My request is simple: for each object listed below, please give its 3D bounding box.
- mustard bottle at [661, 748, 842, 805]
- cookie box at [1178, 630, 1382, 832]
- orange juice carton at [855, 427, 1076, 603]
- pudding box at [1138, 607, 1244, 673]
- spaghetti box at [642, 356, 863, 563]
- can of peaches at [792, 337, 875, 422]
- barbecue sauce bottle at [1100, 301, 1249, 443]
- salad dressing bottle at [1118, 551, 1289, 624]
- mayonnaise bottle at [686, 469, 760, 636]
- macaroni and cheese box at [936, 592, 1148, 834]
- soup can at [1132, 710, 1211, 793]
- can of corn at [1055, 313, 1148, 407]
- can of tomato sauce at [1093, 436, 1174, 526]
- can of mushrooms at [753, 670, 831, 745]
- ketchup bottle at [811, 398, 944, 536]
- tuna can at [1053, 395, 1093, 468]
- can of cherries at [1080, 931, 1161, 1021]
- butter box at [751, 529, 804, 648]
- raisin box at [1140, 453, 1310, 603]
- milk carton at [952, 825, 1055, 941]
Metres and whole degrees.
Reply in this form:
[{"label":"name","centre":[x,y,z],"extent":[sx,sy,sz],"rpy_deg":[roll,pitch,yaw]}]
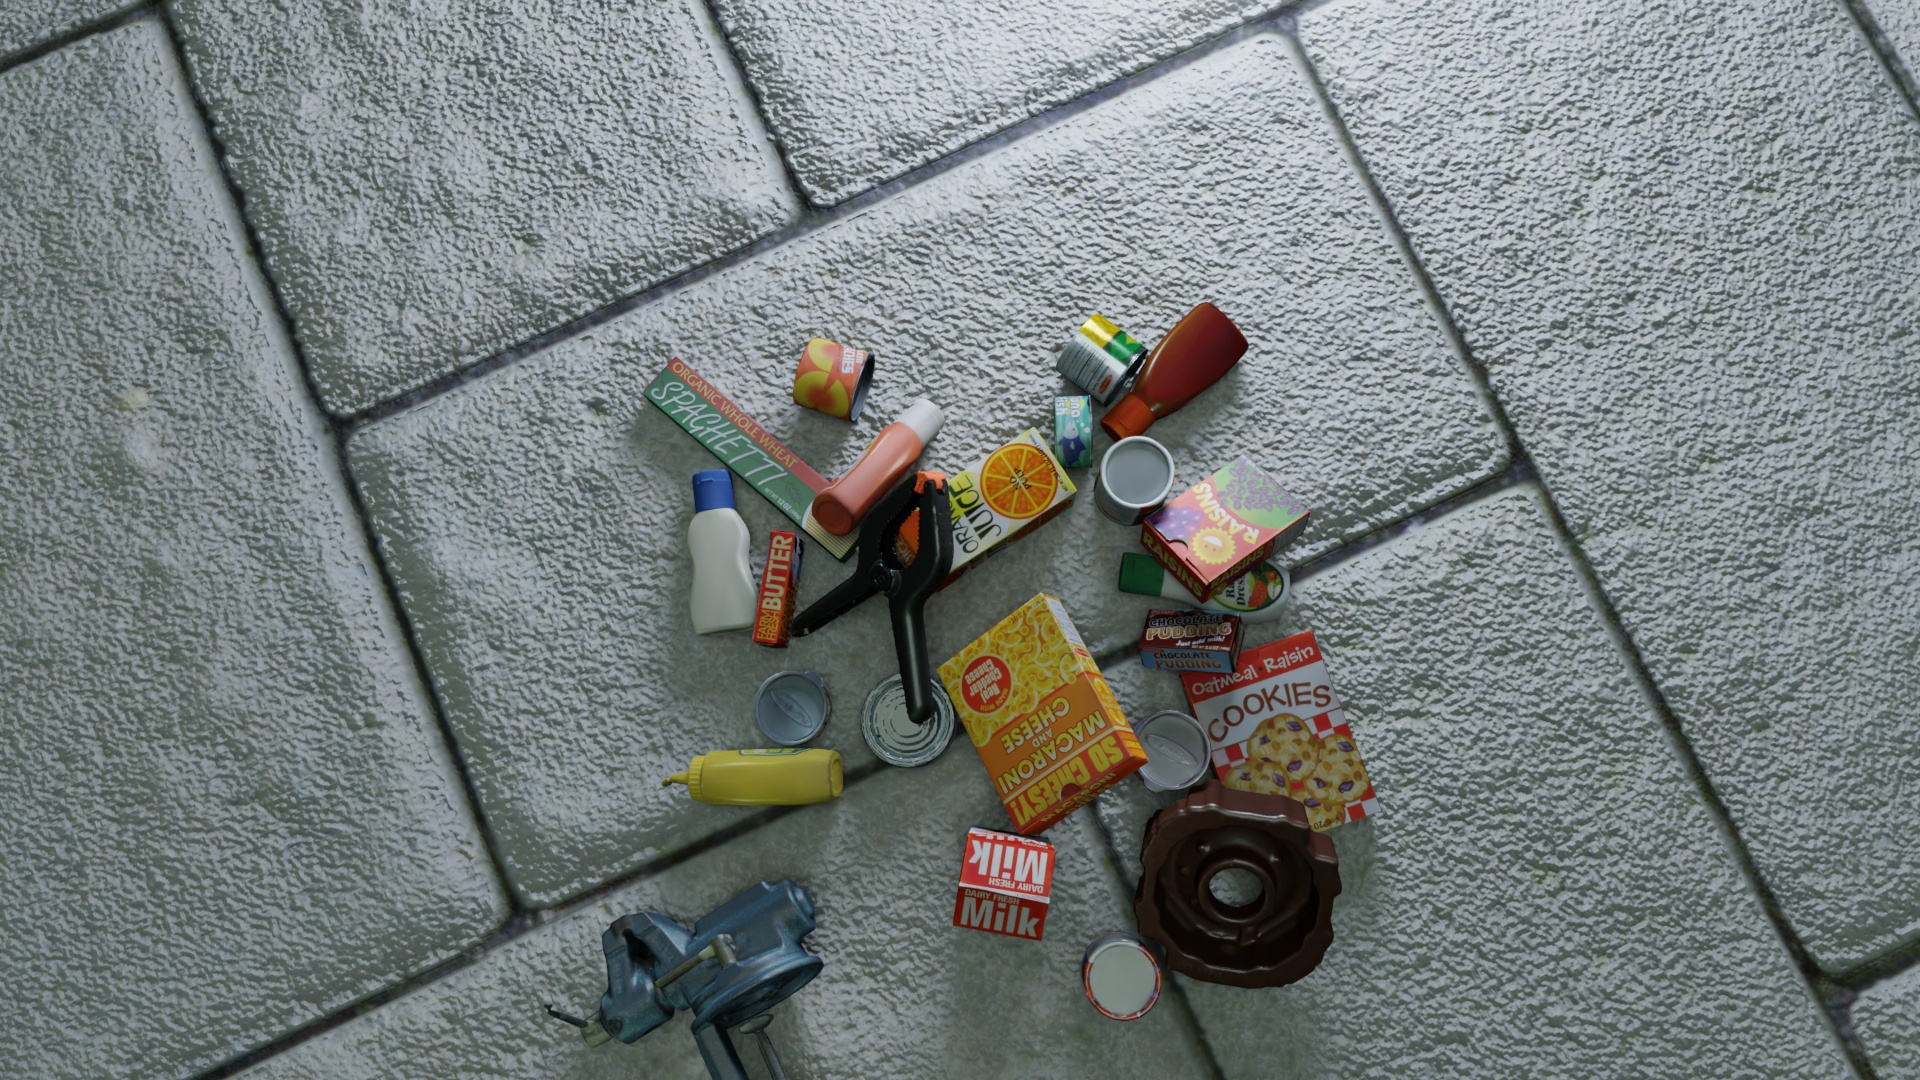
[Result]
[{"label":"mustard bottle","centre":[-0.186,0.208,1.220],"extent":[0.160,0.065,0.049],"rpy_deg":[-2,85,6]},{"label":"cookie box","centre":[0.278,0.177,1.218],"extent":[0.123,0.040,0.167],"rpy_deg":[-19,80,0]},{"label":"orange juice carton","centre":[0.004,-0.016,1.246],"extent":[0.193,0.073,0.072],"rpy_deg":[-33,81,-3]},{"label":"pudding box","centre":[0.203,0.087,1.220],"extent":[0.083,0.030,0.050],"rpy_deg":[2,43,24]},{"label":"spaghetti box","centre":[-0.187,-0.076,1.286],"extent":[0.250,0.028,0.050],"rpy_deg":[39,83,8]},{"label":"can of peaches","centre":[-0.116,-0.150,1.275],"extent":[0.058,0.071,0.071],"rpy_deg":[18,82,6]},{"label":"barbecue sauce bottle","centre":[0.193,-0.148,1.277],"extent":[0.148,0.043,0.065],"rpy_deg":[-44,91,-5]},{"label":"salad dressing bottle","centre":[0.217,0.038,1.243],"extent":[0.148,0.044,0.064],"rpy_deg":[7,72,4]},{"label":"mayonnaise bottle","centre":[-0.219,0.011,1.266],"extent":[0.065,0.041,0.148],"rpy_deg":[-9,79,5]},{"label":"macaroni and cheese box","centre":[0.067,0.148,1.188],"extent":[0.123,0.040,0.167],"rpy_deg":[-38,62,18]},{"label":"soup can","centre":[0.176,0.184,1.199],"extent":[0.071,0.083,0.071],"rpy_deg":[0,80,3]},{"label":"can of corn","centre":[0.130,-0.166,1.273],"extent":[0.058,0.071,0.071],"rpy_deg":[38,84,8]},{"label":"can of tomato sauce","centre":[0.156,-0.054,1.241],"extent":[0.071,0.083,0.071],"rpy_deg":[0,81,2]},{"label":"can of mushrooms","centre":[-0.148,0.149,1.243],"extent":[0.071,0.033,0.071],"rpy_deg":[0,80,3]},{"label":"ketchup bottle","centre":[-0.070,-0.069,1.248],"extent":[0.043,0.064,0.149],"rpy_deg":[44,60,-4]},{"label":"tuna can","centre":[0.102,-0.100,1.258],"extent":[0.033,0.071,0.071],"rpy_deg":[-2,80,2]},{"label":"can of cherries","centre":[0.138,0.372,1.181],"extent":[0.071,0.058,0.071],"rpy_deg":[0,80,2]},{"label":"butter box","centre":[-0.163,0.045,1.251],"extent":[0.024,0.053,0.103],"rpy_deg":[8,81,5]},{"label":"raisin box","centre":[0.233,-0.011,1.226],"extent":[0.124,0.040,0.086],"rpy_deg":[-32,61,-19]},{"label":"milk carton","centre":[0.036,0.279,1.134],"extent":[0.072,0.190,0.073],"rpy_deg":[9,82,4]}]
